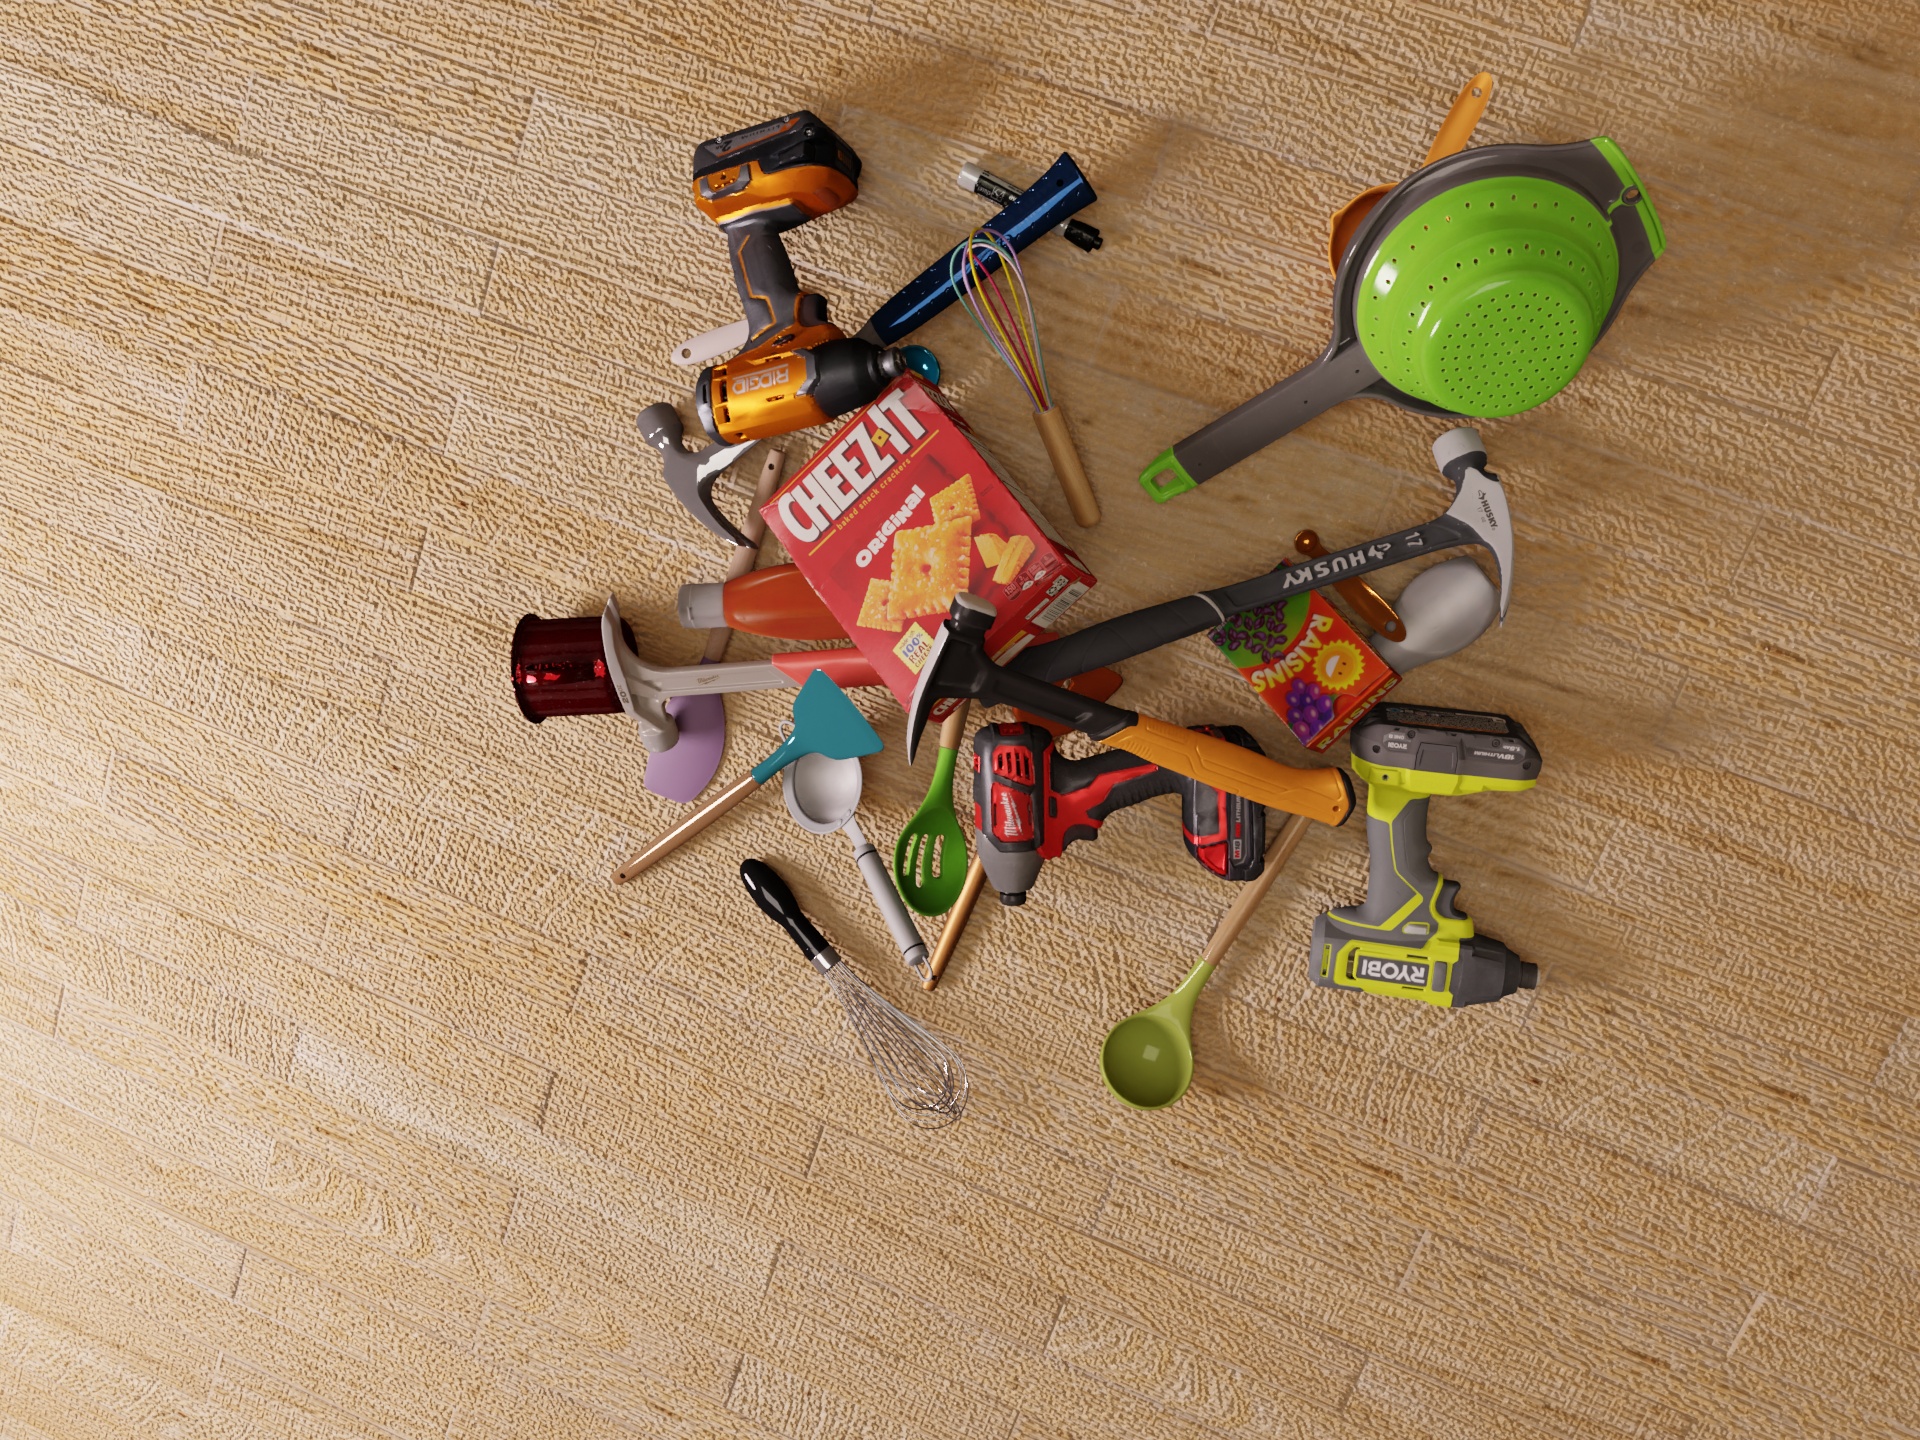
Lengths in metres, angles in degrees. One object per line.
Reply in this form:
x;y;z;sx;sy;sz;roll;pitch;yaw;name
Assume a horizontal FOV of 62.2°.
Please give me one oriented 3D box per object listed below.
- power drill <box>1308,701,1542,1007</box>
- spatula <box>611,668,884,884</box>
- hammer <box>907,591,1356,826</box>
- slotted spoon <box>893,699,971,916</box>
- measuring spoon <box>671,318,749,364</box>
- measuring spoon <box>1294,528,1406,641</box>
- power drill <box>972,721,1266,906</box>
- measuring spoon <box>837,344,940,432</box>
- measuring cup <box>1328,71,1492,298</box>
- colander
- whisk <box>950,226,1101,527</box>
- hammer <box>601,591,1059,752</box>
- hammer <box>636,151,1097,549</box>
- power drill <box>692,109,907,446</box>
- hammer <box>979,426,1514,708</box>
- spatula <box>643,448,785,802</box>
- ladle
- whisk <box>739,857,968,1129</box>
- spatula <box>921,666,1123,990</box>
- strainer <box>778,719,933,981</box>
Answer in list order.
0.364;0.107;1.213;0.171;0.080;0.223;6;106;11;power drill
-0.190;0.062;1.314;0.317;0.044;0.082;-35;99;27;spatula
0.129;0.019;1.149;0.336;0.034;0.127;18;110;-12;hammer
-0.002;-0.004;1.231;0.070;0.031;0.314;8;95;-35;slotted spoon
-0.180;-0.311;1.278;0.124;0.018;0.034;-17;97;16;measuring spoon
0.295;-0.101;1.199;0.021;0.011;0.117;-47;67;18;measuring spoon
0.119;0.072;1.229;0.219;0.078;0.143;-1;101;-2;power drill
-0.063;-0.249;1.269;0.128;0.021;0.042;-41;87;25;measuring spoon
0.329;-0.376;1.138;0.095;0.052;0.173;29;103;6;measuring cup
0.298;-0.239;1.116;0.397;0.095;0.204;-29;127;27;colander
0.053;-0.251;1.191;0.051;0.047;0.244;-23;117;5;whisk
-0.100;-0.049;1.271;0.359;0.037;0.149;-4;130;6;hammer
-0.068;-0.289;1.228;0.405;0.035;0.144;-34;79;18;hammer
-0.121;-0.329;1.190;0.164;0.084;0.226;-8;81;24;power drill
0.205;-0.085;1.175;0.409;0.036;0.149;-18;66;11;hammer
-0.198;-0.075;1.328;0.060;0.018;0.316;20;105;2;spatula
0.212;0.174;1.268;0.078;0.062;0.320;31;103;2;ladle
-0.093;0.227;1.345;0.070;0.070;0.284;-42;85;16;whisk
0.032;0.087;1.297;0.081;0.041;0.322;19;107;-13;spatula
-0.079;0.102;1.283;0.087;0.050;0.259;-45;57;26;strainer
